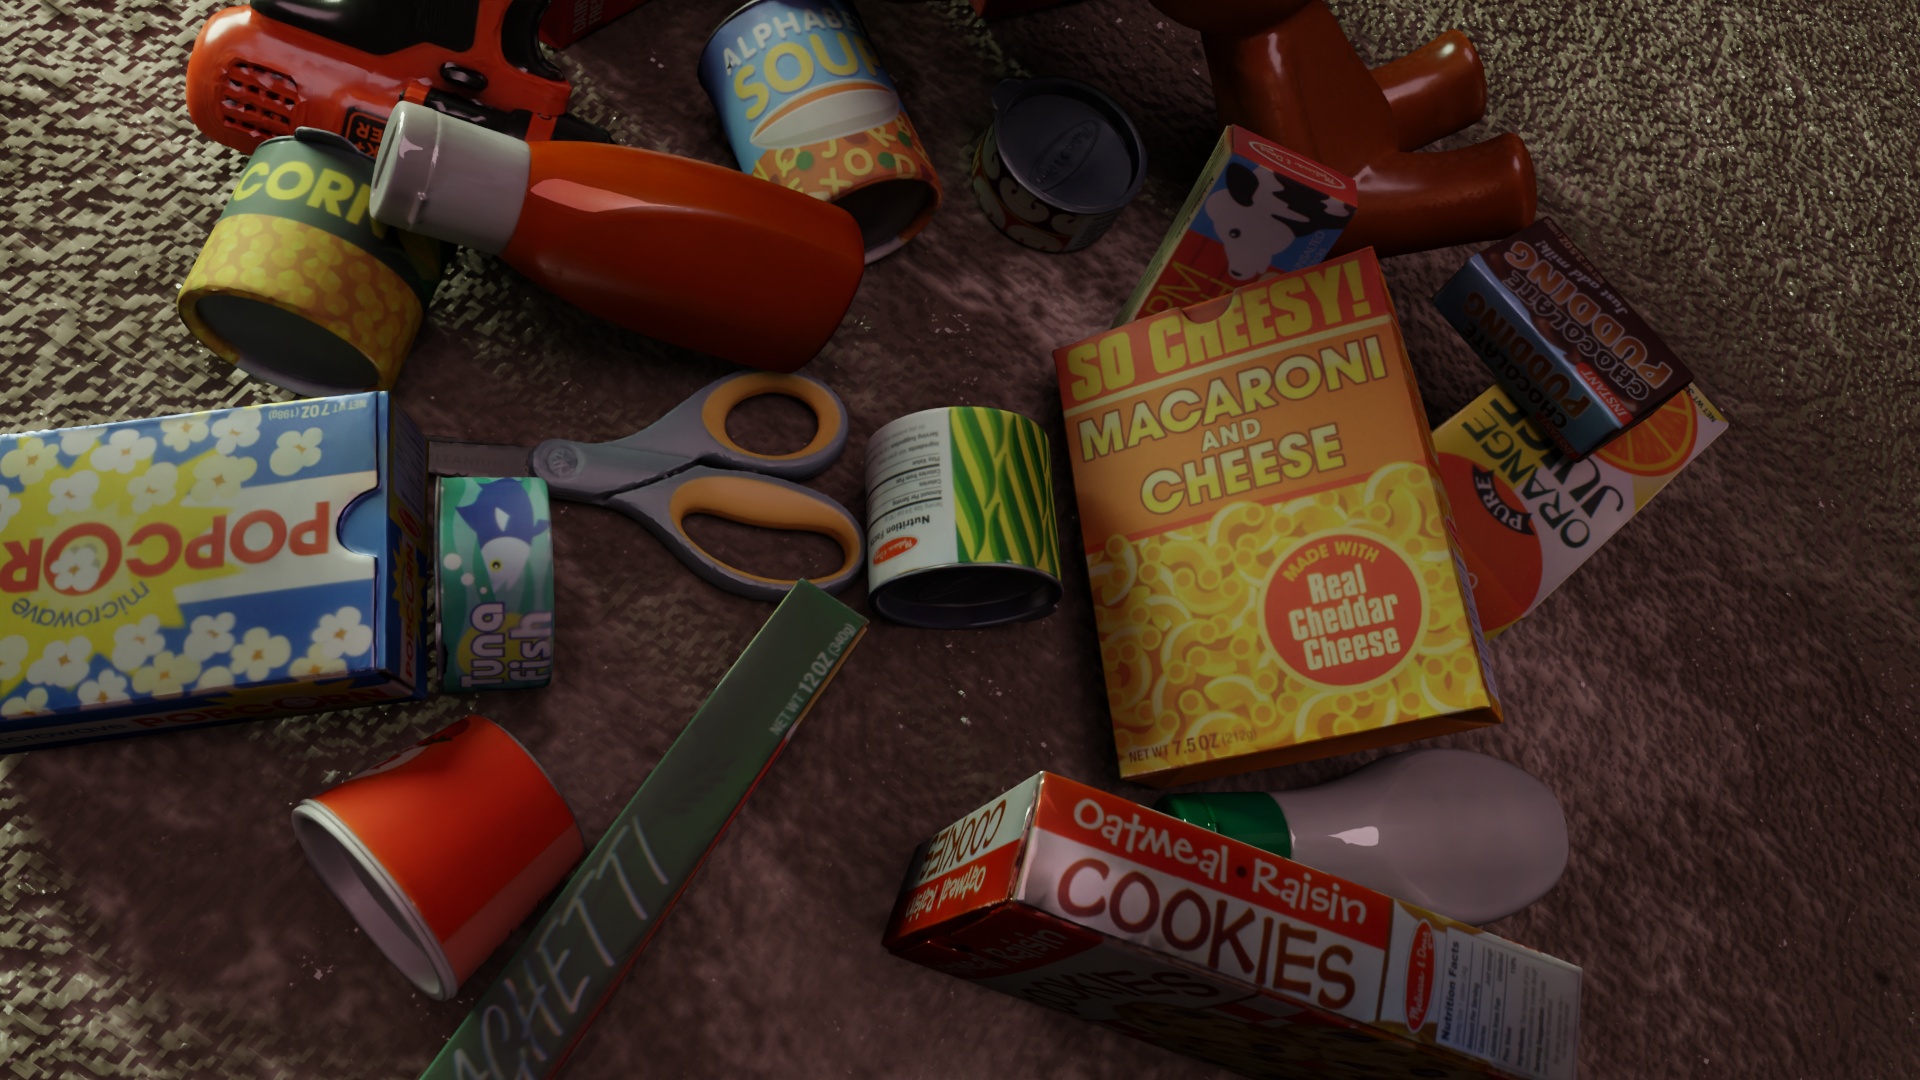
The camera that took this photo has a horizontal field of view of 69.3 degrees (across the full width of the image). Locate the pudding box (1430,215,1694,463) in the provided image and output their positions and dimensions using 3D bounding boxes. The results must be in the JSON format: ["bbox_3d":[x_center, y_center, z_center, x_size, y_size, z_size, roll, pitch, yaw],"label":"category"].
[{"bbox_3d":[0.224,-0.076,0.519,0.050,0.030,0.084,-28,73,-24],"label":"pudding box"}]

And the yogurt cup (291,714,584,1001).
[{"bbox_3d":[-0.145,0.087,0.394,0.072,0.072,0.054,48,55,4],"label":"yogurt cup"}]

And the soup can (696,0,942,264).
[{"bbox_3d":[-0.052,-0.153,0.518,0.071,0.071,0.084,-19,76,-24],"label":"soup can"}]

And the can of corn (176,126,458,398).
[{"bbox_3d":[-0.203,-0.085,0.440,0.071,0.071,0.058,18,65,-11],"label":"can of corn"}]

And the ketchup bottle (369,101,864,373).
[{"bbox_3d":[-0.108,-0.098,0.448,0.149,0.064,0.044,12,46,-33],"label":"ketchup bottle"}]

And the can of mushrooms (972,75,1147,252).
[{"bbox_3d":[0.038,-0.156,0.571,0.071,0.033,0.071,6,68,-16],"label":"can of mushrooms"}]

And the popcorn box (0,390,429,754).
[{"bbox_3d":[-0.220,0.009,0.396,0.127,0.038,0.085,-7,69,-2],"label":"popcorn box"}]

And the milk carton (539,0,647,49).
[{"bbox_3d":[-0.134,-0.259,0.533,0.072,0.073,0.191,45,63,3],"label":"milk carton"}]

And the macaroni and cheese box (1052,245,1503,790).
[{"bbox_3d":[0.106,-0.007,0.489,0.123,0.040,0.167,-16,69,21],"label":"macaroni and cheese box"}]

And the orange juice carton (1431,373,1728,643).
[{"bbox_3d":[0.206,-0.014,0.546,0.193,0.072,0.072,-34,81,-27],"label":"orange juice carton"}]

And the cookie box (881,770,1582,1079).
[{"bbox_3d":[0.073,0.126,0.416,0.167,0.122,0.040,22,63,-9],"label":"cookie box"}]

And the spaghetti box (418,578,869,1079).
[{"bbox_3d":[-0.108,0.117,0.401,0.029,0.050,0.251,35,62,0],"label":"spaghetti box"}]

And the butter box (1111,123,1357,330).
[{"bbox_3d":[0.102,-0.103,0.532,0.053,0.103,0.024,21,45,-8],"label":"butter box"}]

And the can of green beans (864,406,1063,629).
[{"bbox_3d":[0.000,-0.007,0.479,0.071,0.071,0.058,4,68,-17],"label":"can of green beans"}]

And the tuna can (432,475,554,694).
[{"bbox_3d":[-0.142,0.015,0.421,0.033,0.070,0.071,-1,69,-19],"label":"tuna can"}]

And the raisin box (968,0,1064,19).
[{"bbox_3d":[0.062,-0.280,0.599,0.124,0.085,0.040,-22,72,-25],"label":"raisin box"}]

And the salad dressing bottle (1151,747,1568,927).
[{"bbox_3d":[0.140,0.106,0.493,0.148,0.043,0.064,2,70,-17],"label":"salad dressing bottle"}]
